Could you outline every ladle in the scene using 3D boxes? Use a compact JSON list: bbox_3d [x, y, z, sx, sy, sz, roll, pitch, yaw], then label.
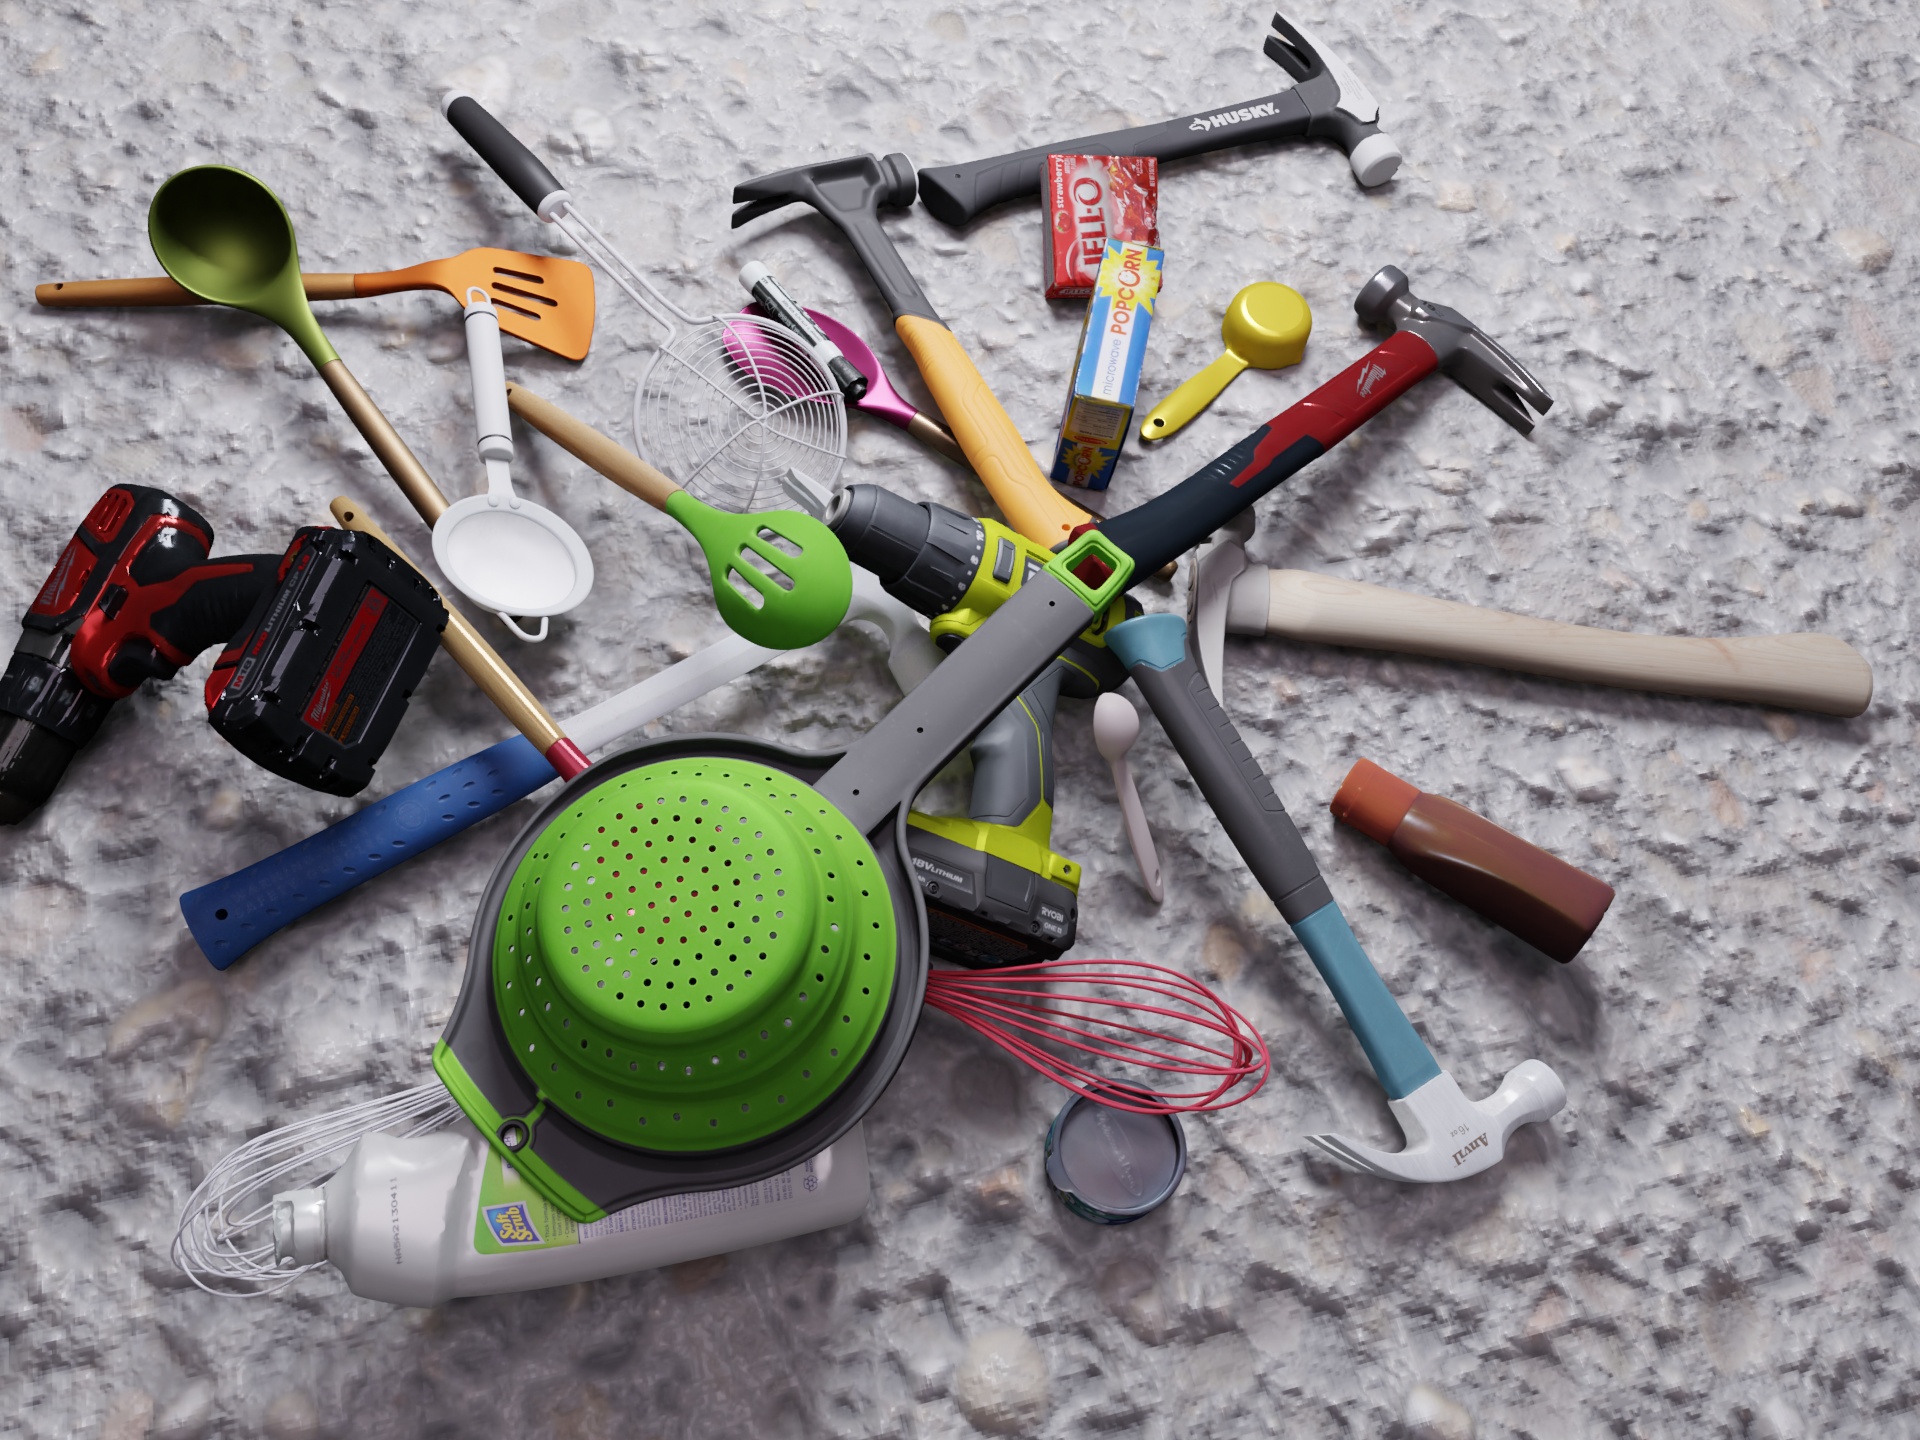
[{"bbox_3d":[-0.347,-0.181,0.897,0.078,0.062,0.320,-39,82,8],"label":"ladle"},{"bbox_3d":[-0.220,-0.004,0.798,0.069,0.031,0.315,-42,77,-9],"label":"ladle"}]

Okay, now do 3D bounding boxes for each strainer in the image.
[{"bbox_3d":[-0.258,-0.142,0.888,0.086,0.050,0.259,4,59,-33],"label":"strainer"}]

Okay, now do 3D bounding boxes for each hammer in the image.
[{"bbox_3d":[-0.020,-0.221,0.967,0.127,0.034,0.337,-19,64,-23],"label":"hammer"},{"bbox_3d":[0.128,-0.399,1.093,0.334,0.035,0.146,-18,68,-15],"label":"hammer"},{"bbox_3d":[0.176,0.087,0.824,0.128,0.033,0.331,-28,82,-19],"label":"hammer"},{"bbox_3d":[0.336,-0.036,0.937,0.410,0.038,0.146,8,64,-3],"label":"hammer"},{"bbox_3d":[-0.206,0.005,0.837,0.405,0.035,0.144,-29,87,-17],"label":"hammer"},{"bbox_3d":[0.205,-0.154,0.935,0.143,0.038,0.386,44,54,13],"label":"hammer"}]

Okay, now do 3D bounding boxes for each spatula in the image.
[{"bbox_3d":[-0.388,-0.256,0.964,0.322,0.041,0.081,-2,61,-4],"label":"spatula"}]

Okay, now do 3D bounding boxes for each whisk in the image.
[{"bbox_3d":[-0.228,0.178,0.753,0.284,0.070,0.070,-28,70,-25],"label":"whisk"},{"bbox_3d":[0.002,0.133,0.769,0.296,0.073,0.073,12,63,8],"label":"whisk"}]

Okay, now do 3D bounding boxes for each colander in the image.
[{"bbox_3d":[-0.059,0.034,0.693,0.204,0.094,0.397,41,72,14],"label":"colander"}]

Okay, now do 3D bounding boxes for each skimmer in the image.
[{"bbox_3d":[-0.209,-0.259,0.974,0.127,0.090,0.364,-36,66,-16],"label":"skimmer"}]

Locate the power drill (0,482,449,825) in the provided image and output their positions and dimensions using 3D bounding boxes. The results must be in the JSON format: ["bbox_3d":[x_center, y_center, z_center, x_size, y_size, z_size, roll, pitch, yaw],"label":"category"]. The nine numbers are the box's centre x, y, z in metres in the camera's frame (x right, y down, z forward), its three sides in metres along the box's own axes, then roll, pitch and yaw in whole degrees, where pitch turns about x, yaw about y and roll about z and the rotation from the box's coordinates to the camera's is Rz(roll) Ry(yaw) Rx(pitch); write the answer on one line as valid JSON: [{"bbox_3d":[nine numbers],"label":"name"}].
[{"bbox_3d":[-0.385,-0.022,0.785,0.227,0.080,0.188,10,68,27],"label":"power drill"}]

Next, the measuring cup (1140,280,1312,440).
[{"bbox_3d":[0.168,-0.229,1.014,0.062,0.029,0.156,41,64,13],"label":"measuring cup"}]

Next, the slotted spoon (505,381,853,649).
[{"bbox_3d":[-0.170,-0.126,0.862,0.314,0.031,0.070,35,89,36],"label":"slotted spoon"}]

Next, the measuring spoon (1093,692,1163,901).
[{"bbox_3d":[0.095,0.042,0.834,0.018,0.124,0.034,-5,25,29],"label":"measuring spoon"}]

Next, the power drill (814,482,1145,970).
[{"bbox_3d":[-0.001,-0.003,0.824,0.190,0.080,0.229,24,61,-27],"label":"power drill"}]

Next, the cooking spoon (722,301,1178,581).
[{"bbox_3d":[-0.007,-0.169,0.970,0.319,0.017,0.069,32,63,9],"label":"cooking spoon"}]
